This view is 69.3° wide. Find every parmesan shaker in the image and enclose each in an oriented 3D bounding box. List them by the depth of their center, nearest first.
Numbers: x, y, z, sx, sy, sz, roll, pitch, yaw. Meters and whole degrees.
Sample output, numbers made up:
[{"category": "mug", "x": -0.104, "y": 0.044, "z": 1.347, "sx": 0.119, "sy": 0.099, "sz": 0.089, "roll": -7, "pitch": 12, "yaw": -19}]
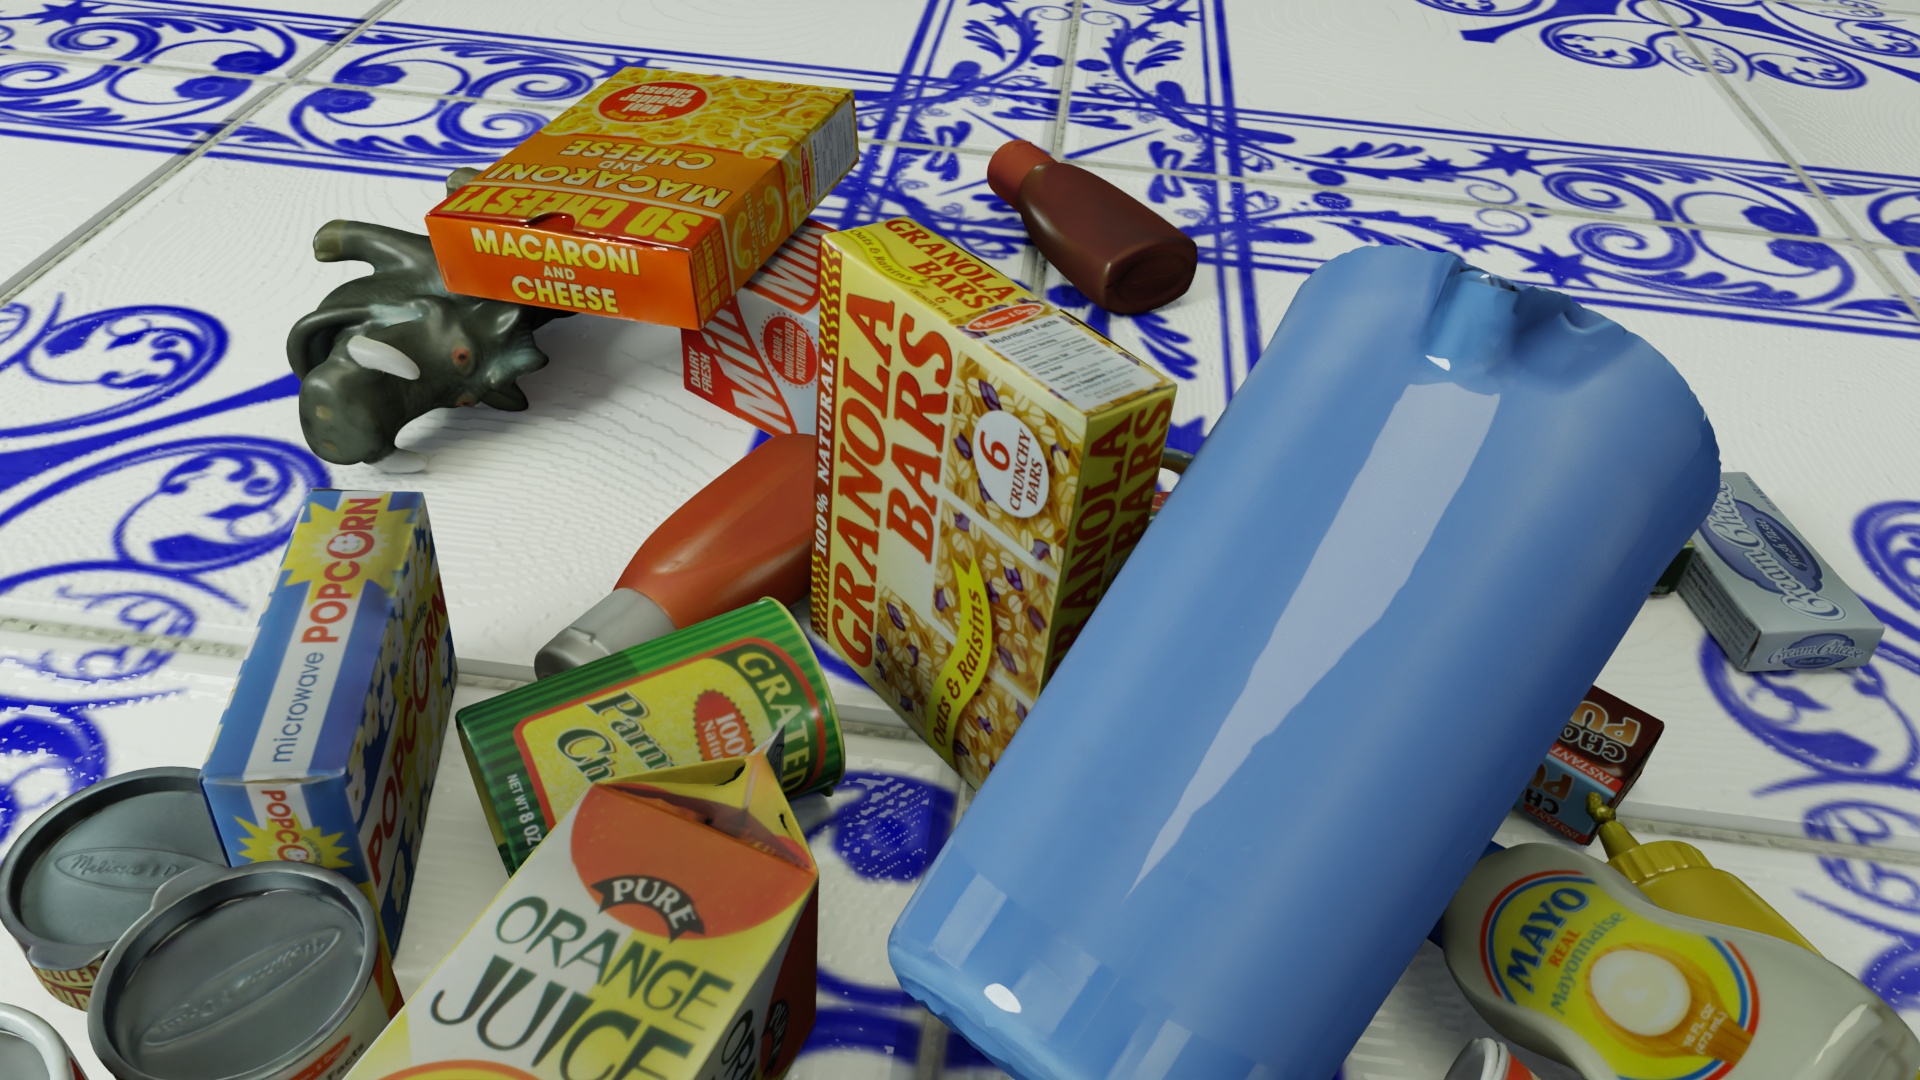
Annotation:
[{"category": "parmesan shaker", "x": -0.096, "y": 0.068, "z": 0.437, "sx": 0.103, "sy": 0.071, "sz": 0.071, "roll": -20, "pitch": 45, "yaw": -24}]

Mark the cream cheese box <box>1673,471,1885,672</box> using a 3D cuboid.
[{"category": "cream cheese box", "x": 0.326, "y": 0.011, "z": 0.579, "sx": 0.053, "sy": 0.024, "sz": 0.104, "roll": -2, "pitch": 39, "yaw": -6}]

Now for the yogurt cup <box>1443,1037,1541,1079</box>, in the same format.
[{"category": "yogurt cup", "x": 0.137, "y": 0.167, "z": 0.340, "sx": 0.054, "sy": 0.072, "sz": 0.073, "roll": 32, "pitch": 46, "yaw": 19}]

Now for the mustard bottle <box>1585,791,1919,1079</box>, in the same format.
[{"category": "mustard bottle", "x": 0.221, "y": 0.137, "z": 0.396, "sx": 0.065, "sy": 0.048, "sz": 0.161, "roll": -3, "pitch": 39, "yaw": -8}]

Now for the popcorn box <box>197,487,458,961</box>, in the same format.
[{"category": "popcorn box", "x": -0.188, "y": 0.054, "z": 0.428, "sx": 0.038, "sy": 0.084, "sz": 0.127, "roll": -1, "pitch": 39, "yaw": -9}]

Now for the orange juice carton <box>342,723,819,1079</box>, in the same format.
[{"category": "orange juice carton", "x": -0.092, "y": 0.133, "z": 0.351, "sx": 0.073, "sy": 0.071, "sz": 0.194, "roll": 18, "pitch": 41, "yaw": 15}]

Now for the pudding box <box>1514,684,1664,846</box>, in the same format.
[{"category": "pudding box", "x": 0.197, "y": 0.065, "z": 0.495, "sx": 0.084, "sy": 0.030, "sz": 0.050, "roll": 32, "pitch": 47, "yaw": 30}]

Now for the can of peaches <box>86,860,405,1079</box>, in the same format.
[{"category": "can of peaches", "x": -0.182, "y": 0.126, "z": 0.362, "sx": 0.071, "sy": 0.057, "sz": 0.071, "roll": 2, "pitch": 39, "yaw": -2}]

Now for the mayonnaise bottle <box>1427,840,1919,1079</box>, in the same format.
[{"category": "mayonnaise bottle", "x": 0.171, "y": 0.117, "z": 0.379, "sx": 0.065, "sy": 0.041, "sz": 0.148, "roll": -53, "pitch": 27, "yaw": -4}]

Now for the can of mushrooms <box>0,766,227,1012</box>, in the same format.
[{"category": "can of mushrooms", "x": -0.239, "y": 0.103, "z": 0.405, "sx": 0.071, "sy": 0.033, "sz": 0.071, "roll": 3, "pitch": 39, "yaw": -3}]

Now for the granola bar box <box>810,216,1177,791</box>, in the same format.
[{"category": "granola bar box", "x": 0.002, "y": -0.006, "z": 0.458, "sx": 0.039, "sy": 0.164, "sz": 0.124, "roll": -24, "pitch": 47, "yaw": -33}]

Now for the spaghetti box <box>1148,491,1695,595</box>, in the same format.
[{"category": "spaghetti box", "x": 0.173, "y": 0.002, "z": 0.572, "sx": 0.250, "sy": 0.028, "sz": 0.050, "roll": -2, "pitch": 39, "yaw": -8}]

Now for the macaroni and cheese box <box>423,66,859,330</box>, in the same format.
[{"category": "macaroni and cheese box", "x": -0.134, "y": -0.159, "z": 0.617, "sx": 0.124, "sy": 0.040, "sz": 0.167, "roll": 11, "pitch": 41, "yaw": 16}]

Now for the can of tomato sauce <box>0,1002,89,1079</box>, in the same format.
[{"category": "can of tomato sauce", "x": -0.219, "y": 0.154, "z": 0.305, "sx": 0.071, "sy": 0.082, "sz": 0.071, "roll": 3, "pitch": 39, "yaw": -2}]

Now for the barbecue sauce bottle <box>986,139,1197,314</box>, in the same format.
[{"category": "barbecue sauce bottle", "x": 0.065, "y": -0.179, "z": 0.772, "sx": 0.065, "sy": 0.043, "sz": 0.149, "roll": -16, "pitch": 43, "yaw": -24}]

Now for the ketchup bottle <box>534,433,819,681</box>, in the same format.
[{"category": "ketchup bottle", "x": -0.093, "y": 0.013, "z": 0.521, "sx": 0.065, "sy": 0.043, "sz": 0.149, "roll": 18, "pitch": 40, "yaw": 28}]

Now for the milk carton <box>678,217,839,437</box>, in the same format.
[{"category": "milk carton", "x": -0.064, "y": -0.092, "z": 0.630, "sx": 0.191, "sy": 0.072, "sz": 0.074, "roll": 29, "pitch": 44, "yaw": 26}]
